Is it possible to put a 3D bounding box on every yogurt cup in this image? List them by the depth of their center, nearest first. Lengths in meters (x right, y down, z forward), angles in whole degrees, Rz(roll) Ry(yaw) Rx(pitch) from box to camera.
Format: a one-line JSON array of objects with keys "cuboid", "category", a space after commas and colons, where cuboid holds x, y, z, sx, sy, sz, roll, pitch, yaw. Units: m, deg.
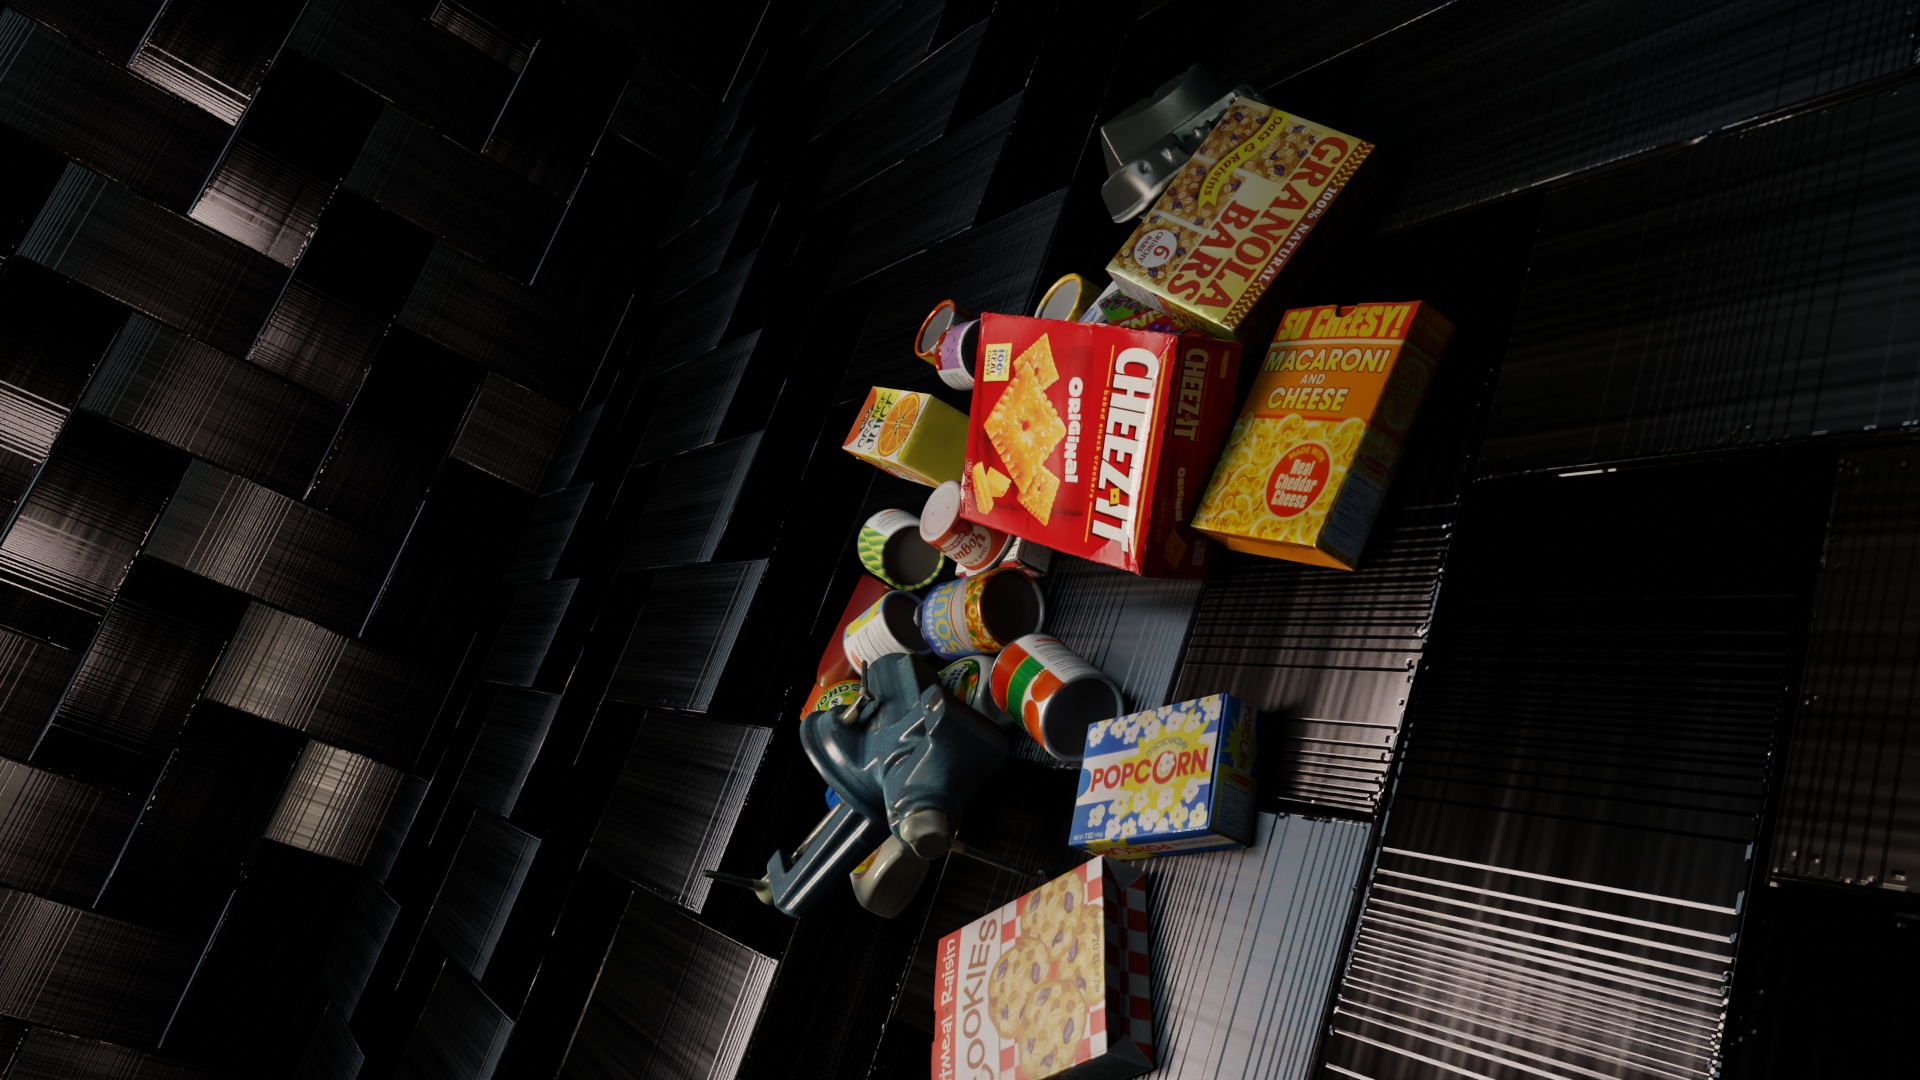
[{"cuboid": [0.004, -0.014, 1.124, 0.072, 0.054, 0.073, -38, 38, 38], "category": "yogurt cup"}]

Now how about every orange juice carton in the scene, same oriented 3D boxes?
[{"cuboid": [-0.054, -0.103, 1.374, 0.072, 0.073, 0.193, -64, 26, -3], "category": "orange juice carton"}]

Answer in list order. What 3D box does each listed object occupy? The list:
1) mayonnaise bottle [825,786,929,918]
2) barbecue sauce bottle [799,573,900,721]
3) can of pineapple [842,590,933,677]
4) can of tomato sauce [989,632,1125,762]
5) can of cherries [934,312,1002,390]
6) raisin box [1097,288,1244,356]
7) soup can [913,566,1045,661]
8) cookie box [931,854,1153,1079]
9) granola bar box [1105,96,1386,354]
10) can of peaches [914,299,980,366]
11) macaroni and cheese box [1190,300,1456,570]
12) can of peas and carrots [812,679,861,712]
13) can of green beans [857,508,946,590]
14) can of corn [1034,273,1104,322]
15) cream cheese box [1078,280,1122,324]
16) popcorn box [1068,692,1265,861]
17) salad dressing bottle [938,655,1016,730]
[{"cuboid": [-0.073, 0.239, 1.118, 0.064, 0.041, 0.148, -58, 27, 5], "category": "mayonnaise bottle"}, {"cuboid": [-0.101, 0.107, 1.293, 0.148, 0.043, 0.065, -64, 26, -2], "category": "barbecue sauce bottle"}, {"cuboid": [-0.059, 0.084, 1.216, 0.057, 0.071, 0.071, -39, 34, 36], "category": "can of pineapple"}, {"cuboid": [0.067, 0.111, 0.968, 0.071, 0.071, 0.083, -61, 27, 3], "category": "can of tomato sauce"}, {"cuboid": [0.017, -0.180, 1.330, 0.058, 0.071, 0.071, 1, 66, 62], "category": "can of cherries"}, {"cuboid": [0.163, -0.166, 1.060, 0.086, 0.040, 0.124, -30, 35, 9], "category": "raisin box"}, {"cuboid": [0.015, 0.059, 1.101, 0.083, 0.071, 0.071, -18, 50, 54], "category": "soup can"}, {"cuboid": [0.046, 0.285, 0.866, 0.166, 0.040, 0.123, -39, 35, 38], "category": "cookie box"}, {"cuboid": [0.203, -0.227, 0.996, 0.124, 0.039, 0.165, 35, 85, 36], "category": "granola bar box"}, {"cuboid": [-0.005, -0.201, 1.398, 0.071, 0.058, 0.071, -41, 34, 36], "category": "can of peaches"}, {"cuboid": [0.228, -0.070, 0.884, 0.123, 0.040, 0.166, 11, 75, 62], "category": "macaroni and cheese box"}, {"cuboid": [-0.092, 0.160, 1.195, 0.070, 0.071, 0.059, -54, 27, 15], "category": "can of peas and carrots"}, {"cuboid": [-0.054, 0.008, 1.276, 0.071, 0.071, 0.058, -62, 27, 0], "category": "can of green beans"}, {"cuboid": [0.106, -0.189, 1.191, 0.071, 0.058, 0.071, -41, 33, 36], "category": "can of corn"}, {"cuboid": [0.123, -0.168, 1.147, 0.103, 0.053, 0.024, -48, 32, 25], "category": "cream cheese box"}, {"cuboid": [0.127, 0.148, 0.857, 0.126, 0.038, 0.085, -24, 46, 51], "category": "popcorn box"}, {"cuboid": [-0.005, 0.124, 1.105, 0.147, 0.044, 0.064, -8, 64, 58], "category": "salad dressing bottle"}]
